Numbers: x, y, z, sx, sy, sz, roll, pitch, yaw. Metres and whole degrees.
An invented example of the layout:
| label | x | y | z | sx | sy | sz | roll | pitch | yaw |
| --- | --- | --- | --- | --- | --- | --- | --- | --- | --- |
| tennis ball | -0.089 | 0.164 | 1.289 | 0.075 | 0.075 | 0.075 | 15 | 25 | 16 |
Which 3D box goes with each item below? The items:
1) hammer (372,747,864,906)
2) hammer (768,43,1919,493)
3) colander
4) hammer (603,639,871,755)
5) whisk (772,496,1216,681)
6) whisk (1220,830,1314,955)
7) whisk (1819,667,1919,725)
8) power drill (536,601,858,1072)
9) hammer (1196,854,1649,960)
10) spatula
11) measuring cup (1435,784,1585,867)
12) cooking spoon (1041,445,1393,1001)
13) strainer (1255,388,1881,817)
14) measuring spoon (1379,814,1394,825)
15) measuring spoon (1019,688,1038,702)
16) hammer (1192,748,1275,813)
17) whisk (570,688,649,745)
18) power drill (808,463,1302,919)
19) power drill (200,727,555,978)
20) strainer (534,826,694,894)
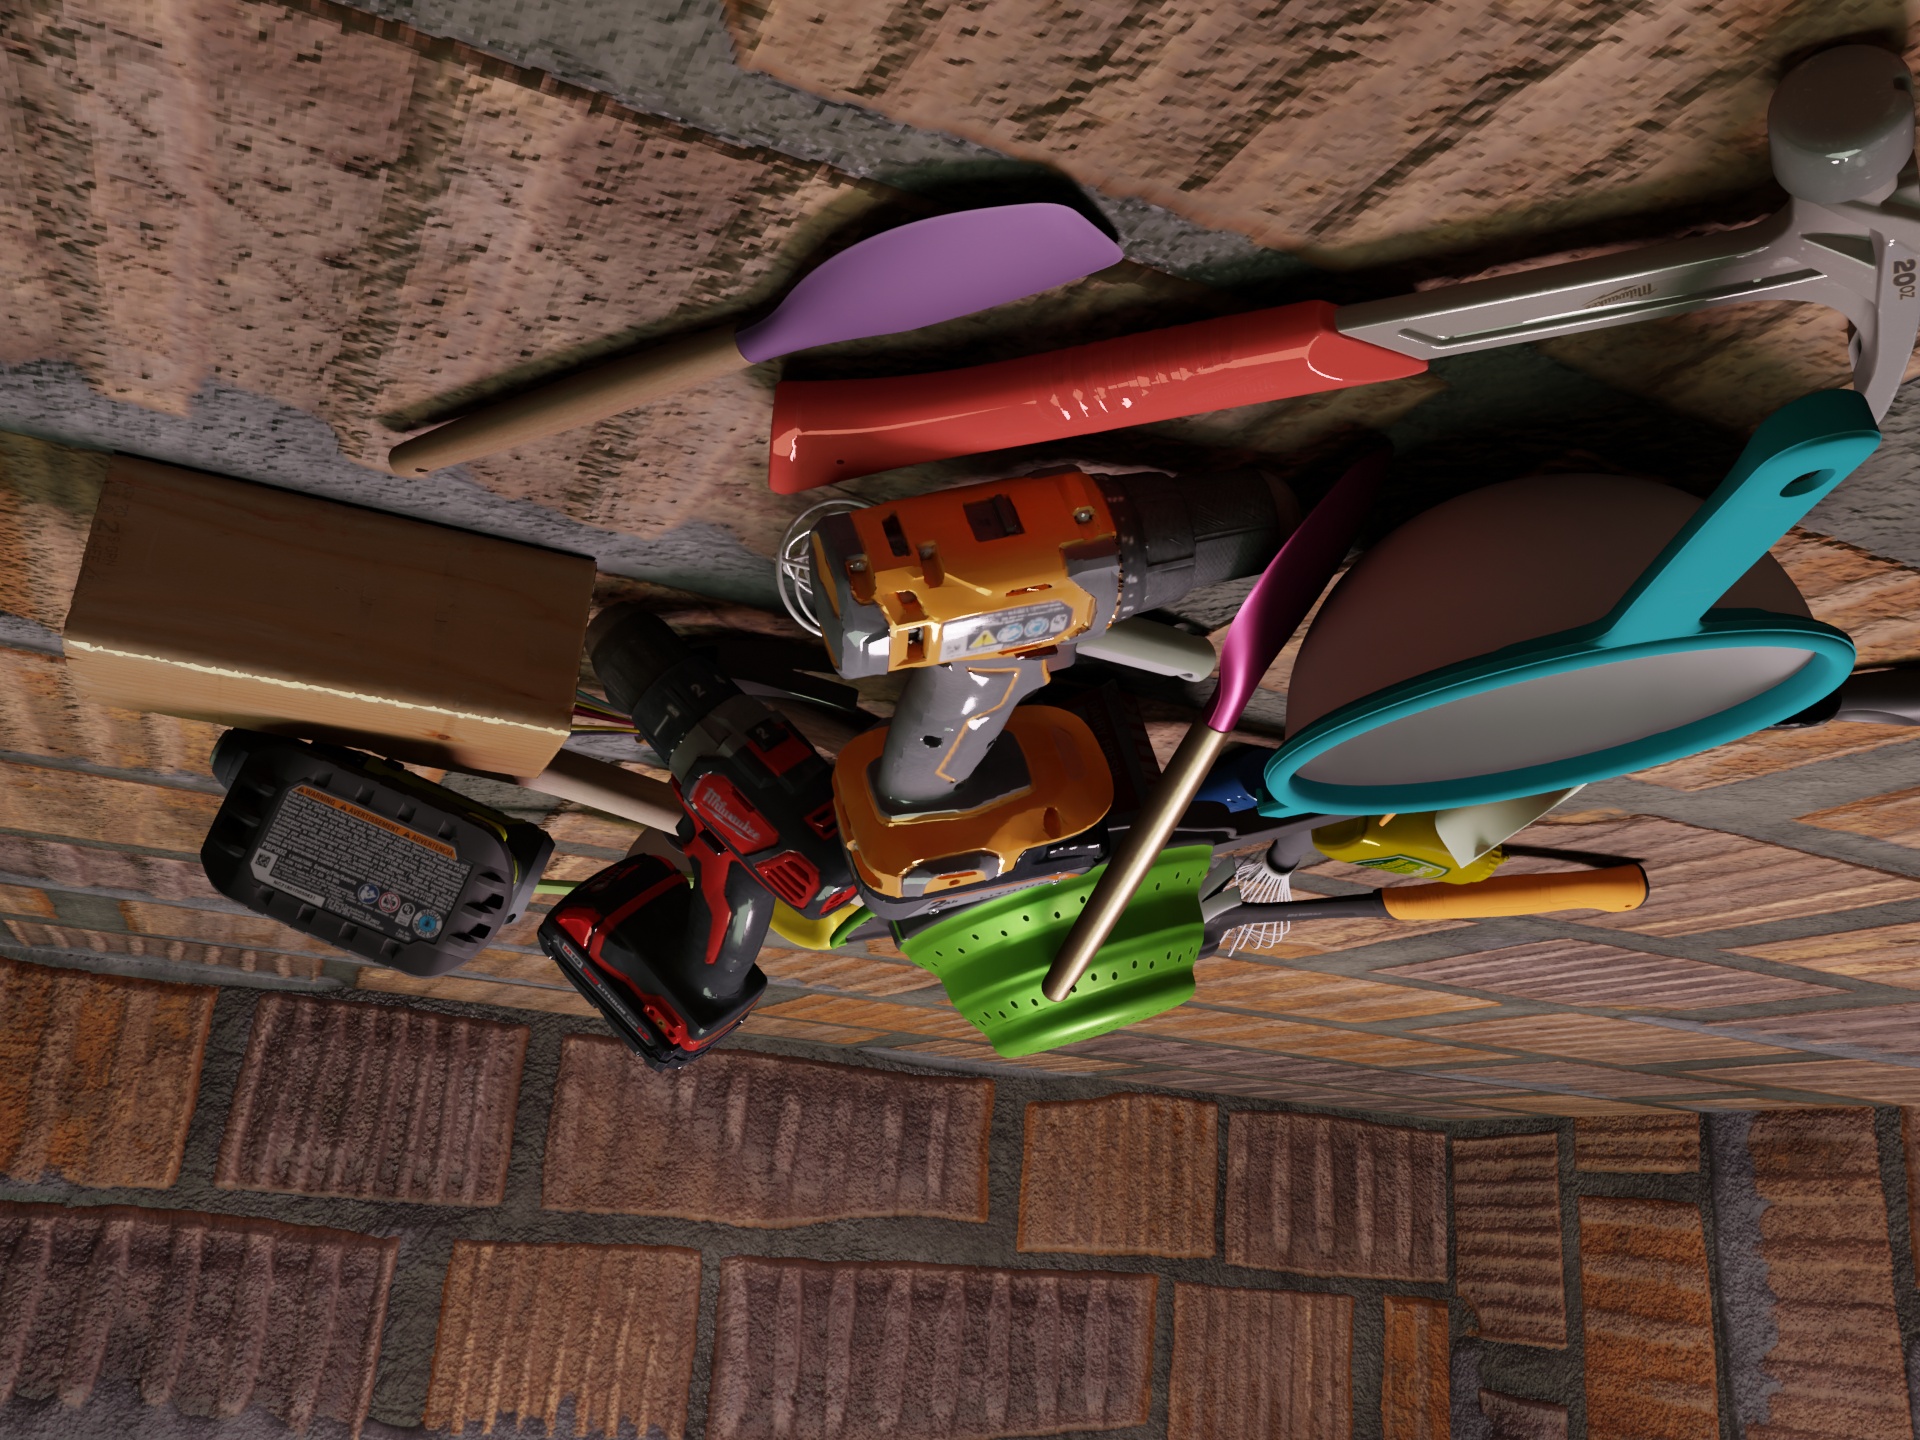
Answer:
| label | x | y | z | sx | sy | sz | roll | pitch | yaw |
| --- | --- | --- | --- | --- | --- | --- | --- | --- | --- |
| hammer | -0.160 | 0.056 | 0.978 | 0.410 | 0.146 | 0.038 | 20 | 116 | -5 |
| hammer | 0.097 | -0.111 | 0.507 | 0.359 | 0.037 | 0.149 | -5 | 160 | 27 |
| colander | 0.132 | 0.103 | 0.871 | 0.397 | 0.094 | 0.204 | -12 | 165 | -23 |
| hammer | -0.051 | 0.017 | 0.955 | 0.130 | 0.031 | 0.331 | -7 | 160 | 32 |
| whisk | 0.024 | -0.048 | 0.709 | 0.246 | 0.059 | 0.058 | 11 | 177 | -36 |
| whisk | 0.226 | 0.111 | 1.153 | 0.070 | 0.070 | 0.284 | 4 | 157 | 1 |
| whisk | 0.530 | -0.014 | 0.679 | 0.296 | 0.073 | 0.073 | -2 | 163 | 40 |
| power drill | -0.148 | 0.062 | 0.830 | 0.080 | 0.188 | 0.226 | -35 | 166 | -45 |
| hammer | 0.322 | 0.123 | 1.106 | 0.337 | 0.034 | 0.127 | -3 | 154 | -9 |
| spatula | -0.093 | -0.123 | 0.542 | 0.316 | 0.018 | 0.059 | -9 | 167 | 34 |
| measuring cup | 0.326 | 0.025 | 0.877 | 0.083 | 0.038 | 0.167 | -22 | 160 | -38 |
| cooking spoon | 0.097 | 0.018 | 0.666 | 0.069 | 0.017 | 0.318 | -28 | 152 | -45 |
| strainer | 0.211 | -0.054 | 0.548 | 0.211 | 0.095 | 0.340 | -8 | 162 | 0 |
| measuring spoon | 0.249 | 0.018 | 0.843 | 0.021 | 0.011 | 0.116 | -29 | 155 | -38 |
| measuring spoon | -0.001 | -0.003 | 0.866 | 0.034 | 0.018 | 0.124 | 3 | 154 | -36 |
| hammer | 0.098 | 0.083 | 1.117 | 0.144 | 0.035 | 0.405 | 11 | 161 | -20 |
| whisk | -0.206 | -0.004 | 0.925 | 0.244 | 0.051 | 0.047 | 12 | -178 | -35 |
| power drill | 0.032 | -0.016 | 0.652 | 0.185 | 0.084 | 0.226 | -12 | 147 | -13 |
| power drill | -0.312 | 0.057 | 0.830 | 0.190 | 0.080 | 0.228 | 26 | 175 | -13 |
| strainer | -0.242 | 0.105 | 1.216 | 0.256 | 0.069 | 0.151 | 2 | 165 | 10 |
